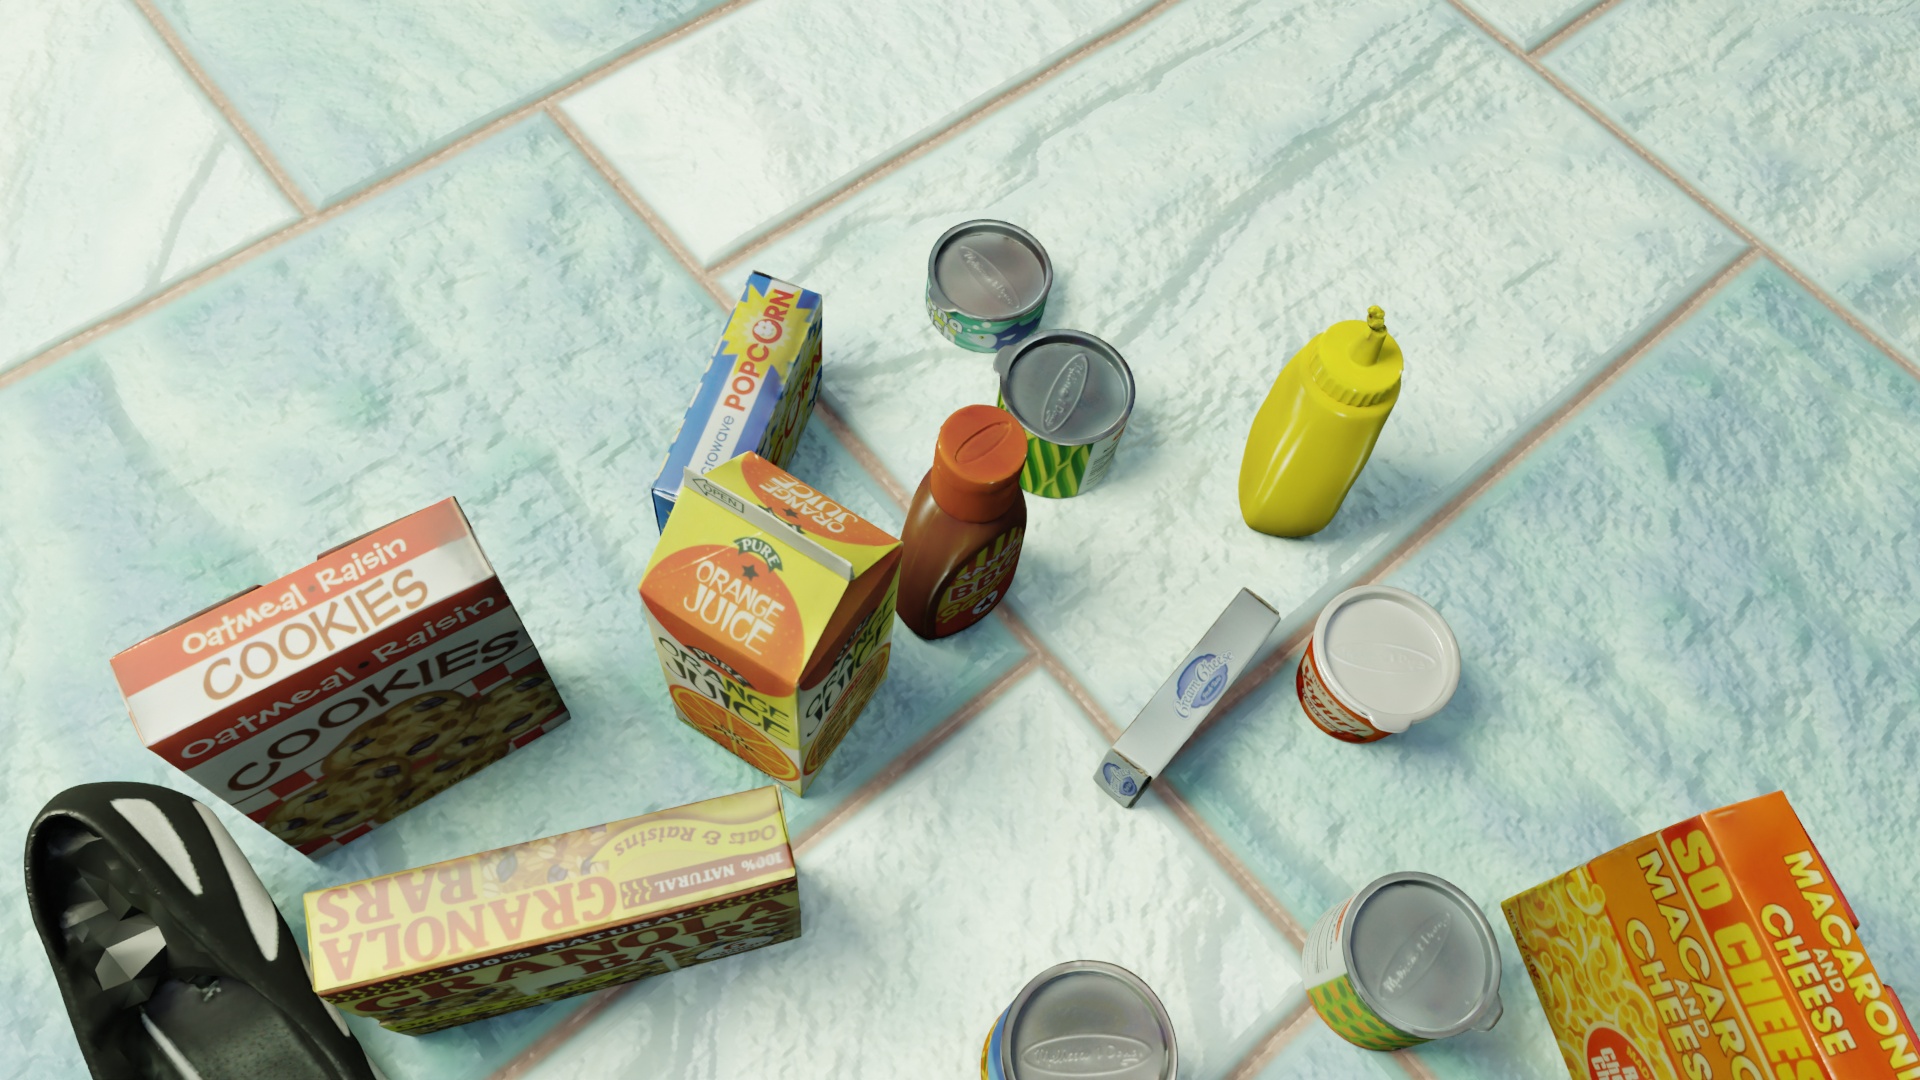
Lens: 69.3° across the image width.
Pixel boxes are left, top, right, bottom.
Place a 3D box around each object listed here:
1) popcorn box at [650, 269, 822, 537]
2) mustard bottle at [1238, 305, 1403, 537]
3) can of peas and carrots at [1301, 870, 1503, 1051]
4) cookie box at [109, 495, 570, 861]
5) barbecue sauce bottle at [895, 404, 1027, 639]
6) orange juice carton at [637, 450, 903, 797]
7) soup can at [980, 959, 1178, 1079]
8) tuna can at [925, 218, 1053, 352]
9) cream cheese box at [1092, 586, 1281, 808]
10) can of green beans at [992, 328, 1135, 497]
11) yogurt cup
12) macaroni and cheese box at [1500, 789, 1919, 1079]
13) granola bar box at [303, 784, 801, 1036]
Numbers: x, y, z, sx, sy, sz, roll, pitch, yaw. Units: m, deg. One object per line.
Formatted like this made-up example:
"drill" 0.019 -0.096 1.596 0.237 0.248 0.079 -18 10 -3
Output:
"popcorn box" -0.103 -0.051 0.659 0.038 0.085 0.127 17 64 3
"mustard bottle" 0.171 -0.058 0.648 0.049 0.159 0.065 9 64 -1
"can of peas and carrots" 0.187 0.181 0.588 0.071 0.058 0.071 2 64 -4
"cookie box" -0.231 0.060 0.546 0.123 0.166 0.040 -29 70 -18
"barbecue sauce bottle" 0.002 -0.008 0.613 0.065 0.148 0.044 -36 73 -20
"orange juice carton" -0.074 0.032 0.561 0.072 0.191 0.073 31 65 9
"soup can" 0.044 0.208 0.547 0.071 0.083 0.071 2 64 -4
"tuna can" 0.012 -0.134 0.740 0.071 0.032 0.071 2 64 -5
"cream cheese box" 0.103 0.073 0.636 0.024 0.053 0.104 38 67 13
"can of green beans" 0.049 -0.063 0.695 0.071 0.057 0.071 2 64 -4
"yogurt cup" 0.191 0.061 0.650 0.072 0.053 0.072 2 64 -4
"macaroni and cheese box" 0.285 0.179 0.539 0.040 0.165 0.124 -11 66 -11
"granola bar box" -0.145 0.146 0.536 0.166 0.123 0.039 -12 66 -11
